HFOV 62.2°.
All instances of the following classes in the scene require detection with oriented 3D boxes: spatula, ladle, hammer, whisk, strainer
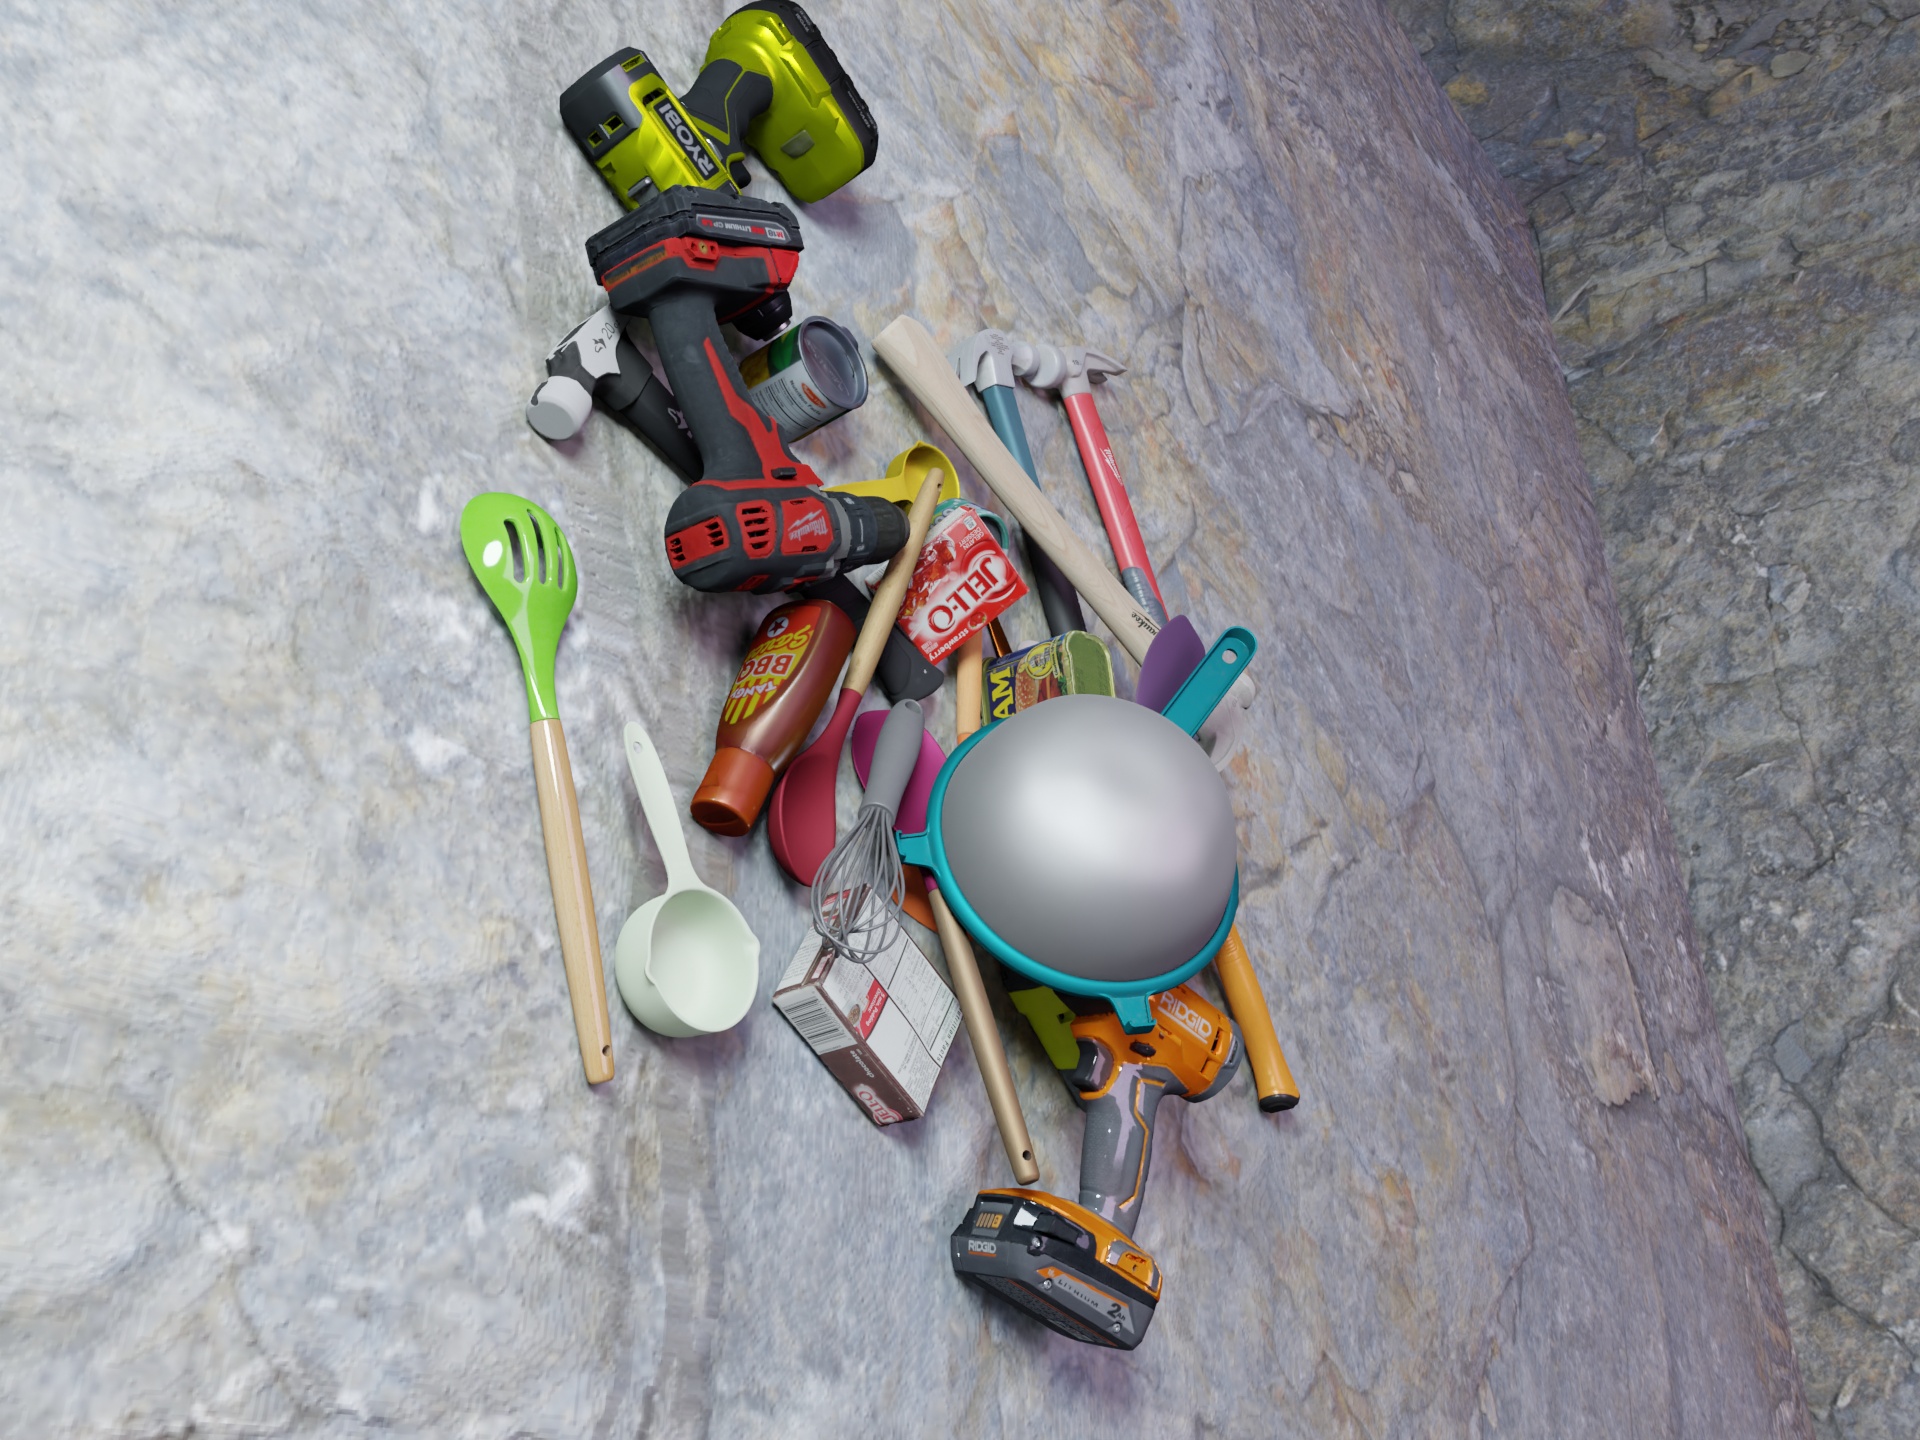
[{"bbox_3d":[-0.002,-0.004,1.110,0.081,0.041,0.323,35,42,-37],"label":"spatula"},{"bbox_3d":[-0.060,-0.038,0.993,0.069,0.031,0.316,57,43,-47],"label":"ladle"},{"bbox_3d":[0.073,-0.128,1.190,0.410,0.038,0.146,49,36,-10],"label":"hammer"},{"bbox_3d":[-0.120,-0.125,0.998,0.334,0.035,0.146,46,41,-30],"label":"hammer"},{"bbox_3d":[-0.047,0.057,0.947,0.055,0.055,0.239,51,27,-24],"label":"whisk"},{"bbox_3d":[0.106,0.045,1.093,0.059,0.018,0.316,53,50,-32],"label":"spatula"},{"bbox_3d":[0.206,0.156,1.287,0.337,0.034,0.127,69,21,-4],"label":"hammer"},{"bbox_3d":[0.062,-0.157,1.270,0.128,0.033,0.331,-5,76,-56],"label":"hammer"},{"bbox_3d":[0.125,0.021,1.023,0.211,0.095,0.340,36,53,8],"label":"strainer"},{"bbox_3d":[0.157,-0.142,1.390,0.143,0.038,0.386,-10,80,-57],"label":"hammer"}]

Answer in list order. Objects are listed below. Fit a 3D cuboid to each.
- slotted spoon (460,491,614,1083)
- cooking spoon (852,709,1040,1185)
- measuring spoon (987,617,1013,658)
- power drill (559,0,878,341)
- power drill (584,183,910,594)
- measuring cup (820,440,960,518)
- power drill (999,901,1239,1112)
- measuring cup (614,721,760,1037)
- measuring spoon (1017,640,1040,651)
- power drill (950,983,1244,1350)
[{"bbox_3d":[-0.205,0.026,0.807,0.070,0.031,0.314,5,70,-54],"label":"slotted spoon"},{"bbox_3d":[-0.006,0.128,0.974,0.068,0.017,0.319,-1,57,-30],"label":"cooking spoon"},{"bbox_3d":[0.036,-0.054,1.196,0.021,0.011,0.117,-19,88,-56],"label":"measuring spoon"},{"bbox_3d":[-0.144,-0.373,1.065,0.190,0.080,0.229,53,40,-20],"label":"power drill"},{"bbox_3d":[-0.115,-0.186,0.942,0.188,0.080,0.227,-14,88,-55],"label":"power drill"},{"bbox_3d":[-0.062,-0.156,1.113,0.156,0.029,0.062,-20,94,-44],"label":"measuring cup"},{"bbox_3d":[0.108,0.146,1.134,0.171,0.080,0.223,61,38,-12],"label":"power drill"},{"bbox_3d":[-0.158,0.084,0.831,0.083,0.038,0.168,-6,76,-55],"label":"measuring cup"},{"bbox_3d":[0.073,-0.004,1.214,0.034,0.018,0.124,-10,81,-56],"label":"measuring spoon"},{"bbox_3d":[0.079,0.247,0.982,0.164,0.084,0.227,39,59,-24],"label":"power drill"}]
